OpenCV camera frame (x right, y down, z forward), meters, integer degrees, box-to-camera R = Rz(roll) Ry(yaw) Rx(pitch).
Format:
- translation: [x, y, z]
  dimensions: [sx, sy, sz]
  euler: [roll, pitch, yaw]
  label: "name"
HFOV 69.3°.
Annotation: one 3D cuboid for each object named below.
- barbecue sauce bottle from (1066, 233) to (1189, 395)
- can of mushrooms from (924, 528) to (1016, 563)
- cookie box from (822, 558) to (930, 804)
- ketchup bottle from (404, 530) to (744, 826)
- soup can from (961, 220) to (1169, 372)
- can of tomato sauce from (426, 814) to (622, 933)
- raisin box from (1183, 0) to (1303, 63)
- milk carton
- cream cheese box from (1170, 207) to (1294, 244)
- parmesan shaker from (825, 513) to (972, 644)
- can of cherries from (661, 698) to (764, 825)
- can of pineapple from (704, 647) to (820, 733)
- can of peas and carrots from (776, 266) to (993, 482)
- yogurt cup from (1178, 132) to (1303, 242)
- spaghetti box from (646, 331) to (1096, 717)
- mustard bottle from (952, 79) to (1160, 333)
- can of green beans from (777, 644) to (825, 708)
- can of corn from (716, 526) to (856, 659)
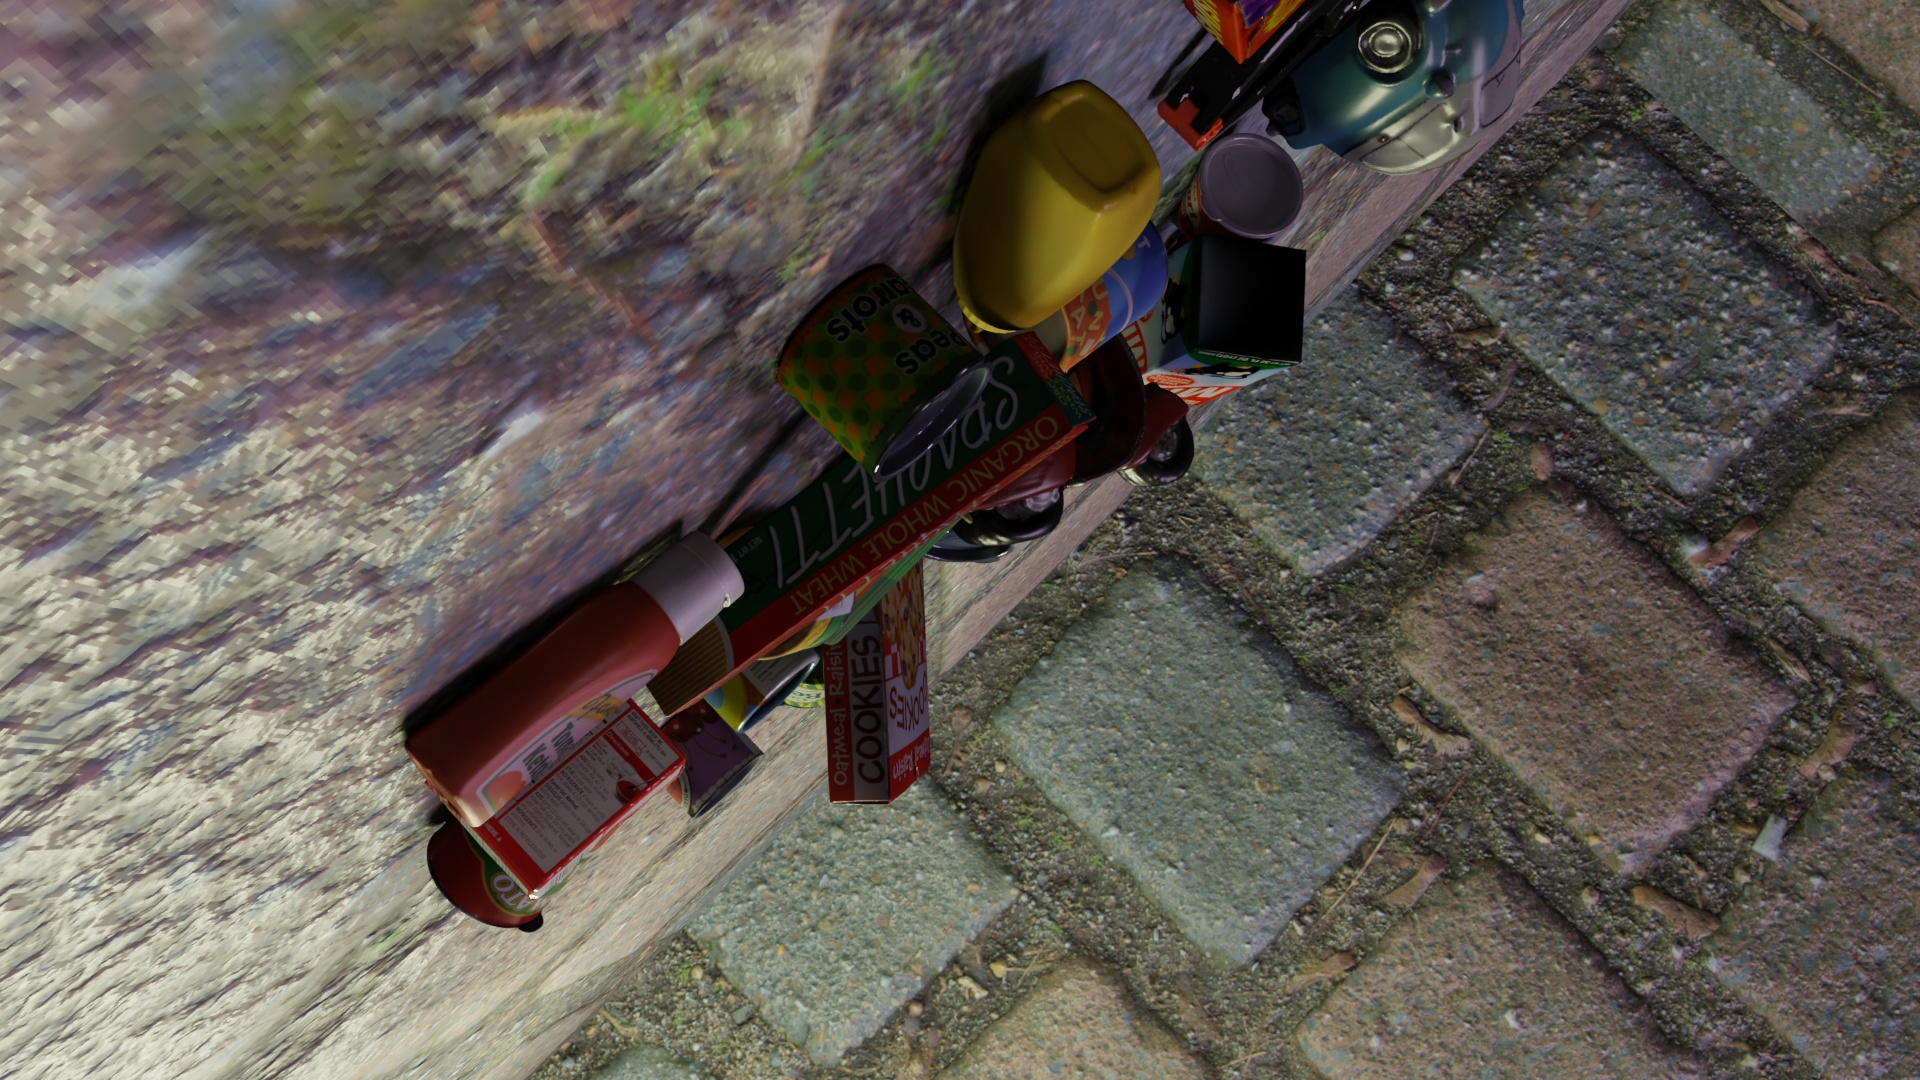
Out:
- translation: [0.137, -0.162, 1.017]
  dimensions: [0.065, 0.044, 0.147]
  euler: [-36, 168, -50]
  label: "barbecue sauce bottle"
- translation: [0.003, -0.011, 0.874]
  dimensions: [0.071, 0.033, 0.070]
  euler: [-1, 159, 0]
  label: "can of mushrooms"
- translation: [-0.050, 0.069, 0.858]
  dimensions: [0.040, 0.167, 0.123]
  euler: [-3, 180, 10]
  label: "cookie box"
- translation: [-0.158, 0.053, 0.582]
  dimensions: [0.149, 0.043, 0.064]
  euler: [-42, 172, -25]
  label: "ketchup bottle"
- translation: [0.050, -0.123, 0.665]
  dimensions: [0.084, 0.071, 0.071]
  euler: [-38, 170, -39]
  label: "soup can"
- translation: [-0.208, 0.139, 0.681]
  dimensions: [0.083, 0.071, 0.071]
  euler: [-47, 172, 15]
  label: "can of tomato sauce"
- translation: [0.138, -0.250, 0.530]
  dimensions: [0.123, 0.040, 0.086]
  euler: [-46, 174, 13]
  label: "raisin box"
- translation: [0.148, -0.136, 0.913]
  dimensions: [0.190, 0.072, 0.073]
  euler: [162, -67, -74]
  label: "milk carton"
- translation: [0.185, -0.216, 0.939]
  dimensions: [0.024, 0.053, 0.104]
  euler: [-48, 173, 37]
  label: "cream cheese box"
- translation: [-0.054, 0.001, 0.754]
  dimensions: [0.103, 0.071, 0.071]
  euler: [-46, 173, 8]
  label: "parmesan shaker"
- translation: [-0.181, 0.151, 0.959]
  dimensions: [0.071, 0.058, 0.071]
  euler: [-44, 174, -6]
  label: "can of cherries"
- translation: [-0.125, 0.070, 0.807]
  dimensions: [0.071, 0.058, 0.071]
  euler: [-44, 173, -7]
  label: "can of pineapple"
- translation: [-0.029, -0.067, 0.552]
  dimensions: [0.071, 0.059, 0.071]
  euler: [-44, 172, -7]
  label: "can of peas and carrots"
- translation: [0.170, -0.209, 0.858]
  dimensions: [0.072, 0.072, 0.054]
  euler: [-42, -179, -17]
  label: "yogurt cup"
- translation: [-0.054, -0.003, 0.625]
  dimensions: [0.249, 0.050, 0.029]
  euler: [-35, 177, 21]
  label: "spaghetti box"
- translation: [0.028, -0.122, 0.567]
  dimensions: [0.049, 0.065, 0.159]
  euler: [-37, 178, -20]
  label: "mustard bottle"
- translation: [-0.101, 0.073, 0.923]
  dimensions: [0.071, 0.071, 0.057]
  euler: [-41, 172, -24]
  label: "can of green beans"
- translation: [-0.094, 0.026, 0.698]
  dimensions: [0.071, 0.071, 0.058]
  euler: [-46, 172, 9]
  label: "can of corn"
